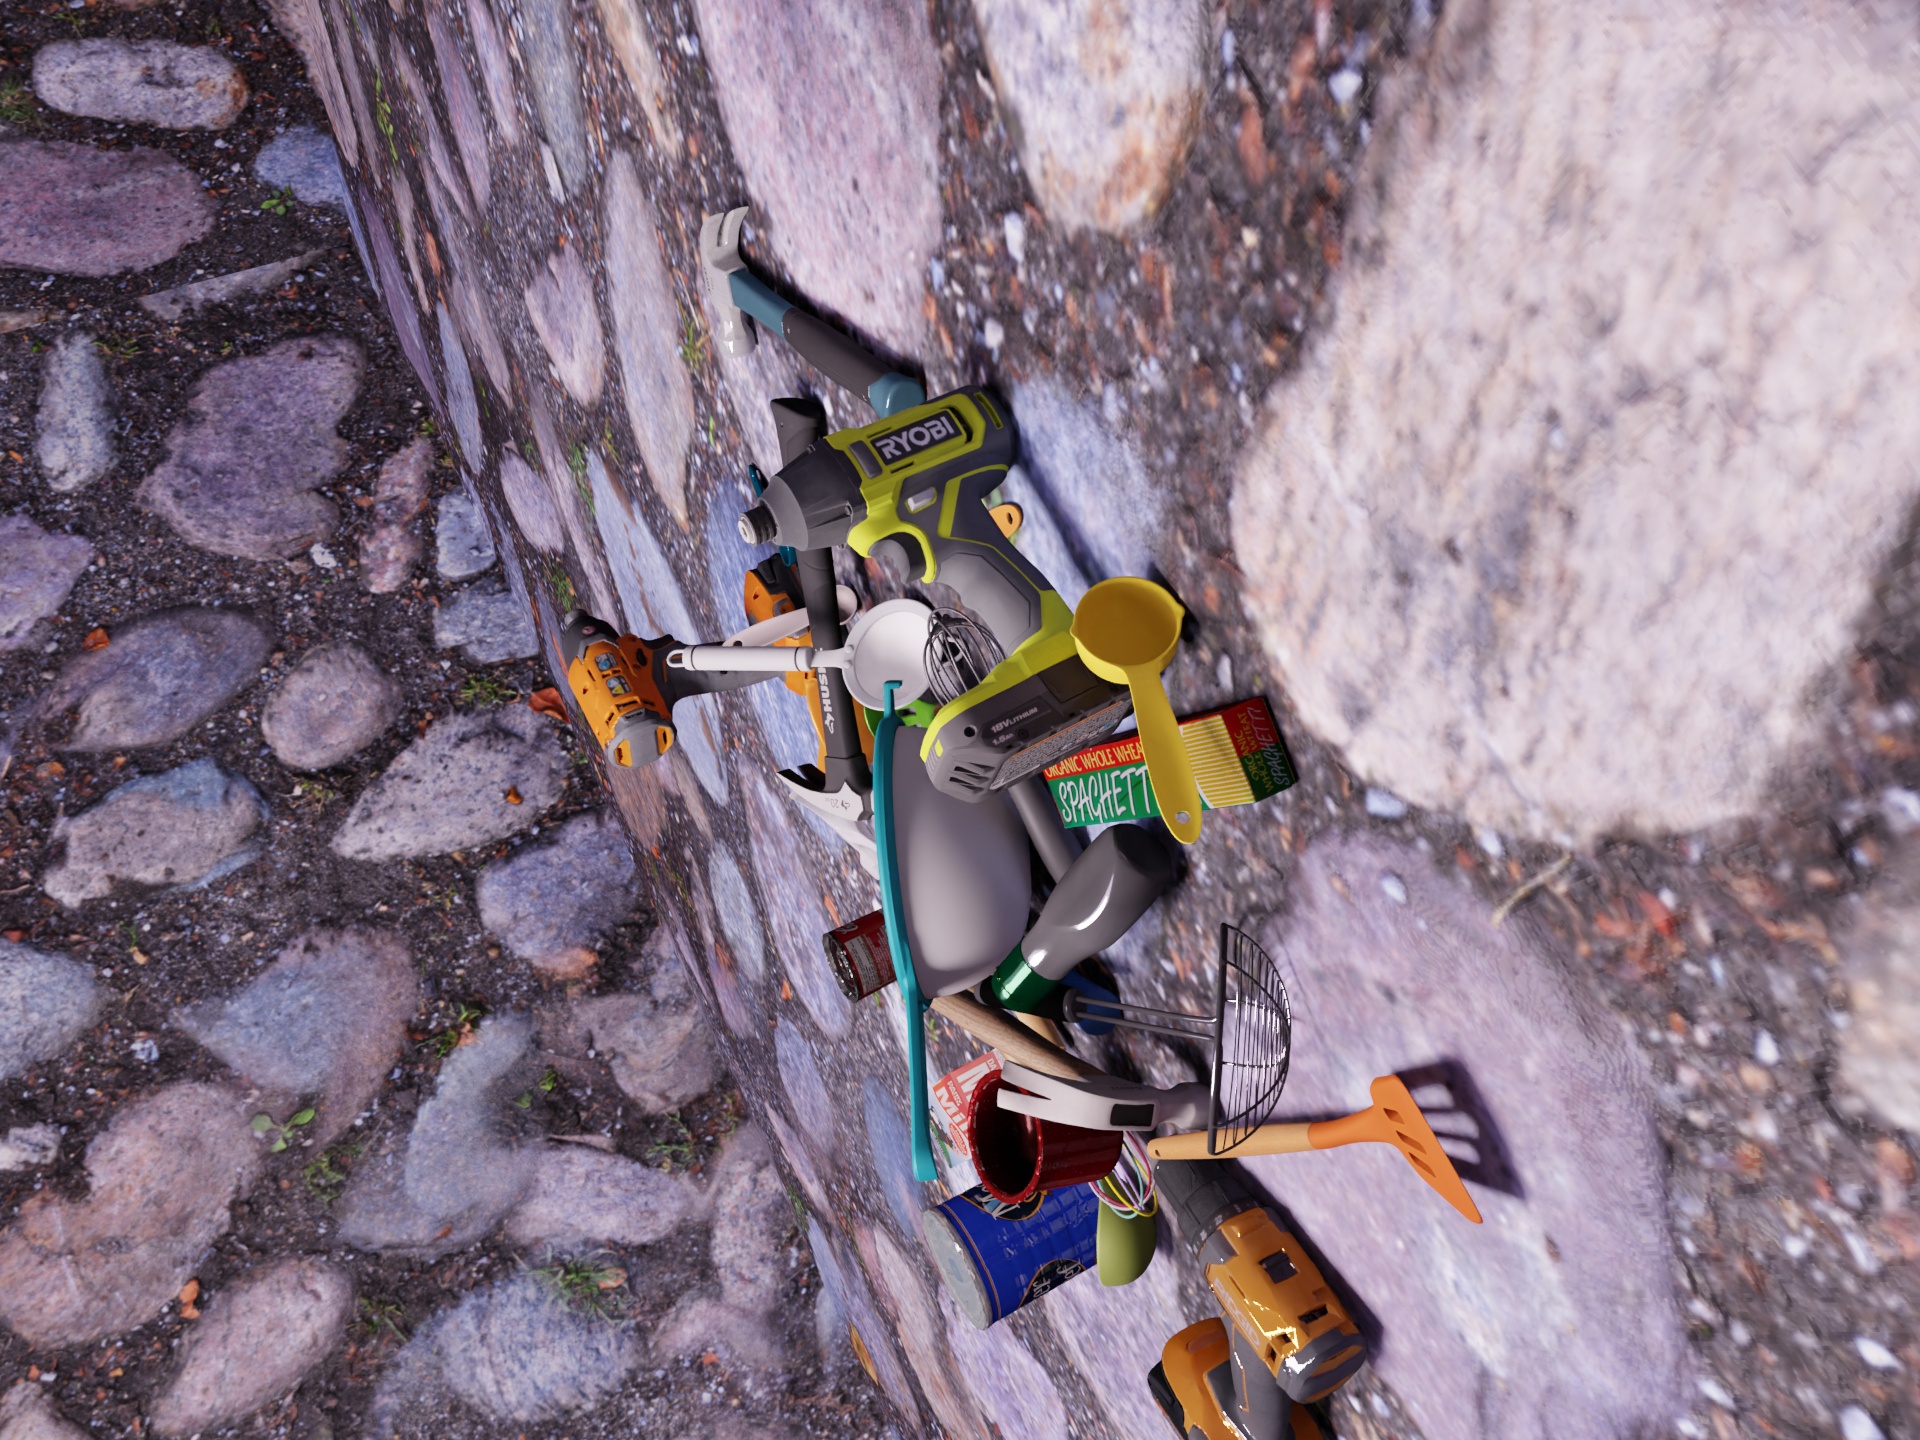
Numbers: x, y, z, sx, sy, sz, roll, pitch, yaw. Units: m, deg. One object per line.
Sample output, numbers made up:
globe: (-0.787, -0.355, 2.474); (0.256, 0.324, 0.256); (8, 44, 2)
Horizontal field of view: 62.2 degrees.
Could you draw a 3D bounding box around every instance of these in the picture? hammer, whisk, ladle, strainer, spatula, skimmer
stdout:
hammer: (-0.114, -0.280, 1.152); (0.331, 0.033, 0.128); (44, 151, 47)
whisk: (0.038, 0.028, 1.042); (0.238, 0.055, 0.055); (62, 163, -23)
hammer: (-0.010, 0.144, 1.279); (0.143, 0.035, 0.406); (48, 169, -34)
ladle: (0.051, 0.299, 1.263); (0.320, 0.062, 0.078); (54, -176, 22)
hammer: (0.036, 0.230, 1.150); (0.331, 0.130, 0.031); (14, 96, 63)
strainer: (-0.109, -0.047, 1.201); (0.050, 0.258, 0.087); (39, -125, -64)
spatula: (0.183, 0.242, 0.905); (0.081, 0.041, 0.322); (60, 152, 3)
whisk: (0.084, 0.277, 1.230); (0.245, 0.047, 0.051); (58, 146, 35)
strainer: (0.005, 0.145, 1.079); (0.210, 0.095, 0.341); (77, -173, -50)
skimmer: (0.082, 0.184, 1.001); (0.363, 0.090, 0.127); (-6, 78, 60)
hammer: (-0.112, -0.087, 1.258); (0.146, 0.035, 0.334); (4, 105, 50)

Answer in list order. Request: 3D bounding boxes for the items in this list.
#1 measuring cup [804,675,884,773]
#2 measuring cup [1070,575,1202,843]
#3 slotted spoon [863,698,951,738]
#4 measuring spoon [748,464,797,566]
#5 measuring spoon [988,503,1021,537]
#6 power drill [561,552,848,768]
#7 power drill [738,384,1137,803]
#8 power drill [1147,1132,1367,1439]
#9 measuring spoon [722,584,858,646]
measuring cup: (-0.096, 0.014, 1.387); (0.095, 0.052, 0.173); (60, 160, 19)
measuring cup: (0.098, -0.003, 0.827); (0.029, 0.062, 0.157); (83, 175, -64)
slotted spoon: (-0.002, -0.004, 1.169); (0.314, 0.031, 0.070); (-1, 111, 66)
measuring spoon: (-0.161, -0.186, 1.400); (0.042, 0.021, 0.129); (93, 157, -48)
measuring spoon: (0.016, -0.121, 1.027); (0.117, 0.011, 0.021); (-20, 91, 66)
power drill: (-0.229, -0.064, 1.384); (0.164, 0.226, 0.084); (55, 156, 30)
power drill: (-0.009, -0.074, 0.909); (0.223, 0.171, 0.080); (58, 158, 16)
power drill: (0.180, 0.401, 1.063); (0.186, 0.084, 0.226); (51, 150, 43)
measuring spoon: (-0.141, -0.079, 1.323); (0.018, 0.124, 0.034); (34, -143, -73)
